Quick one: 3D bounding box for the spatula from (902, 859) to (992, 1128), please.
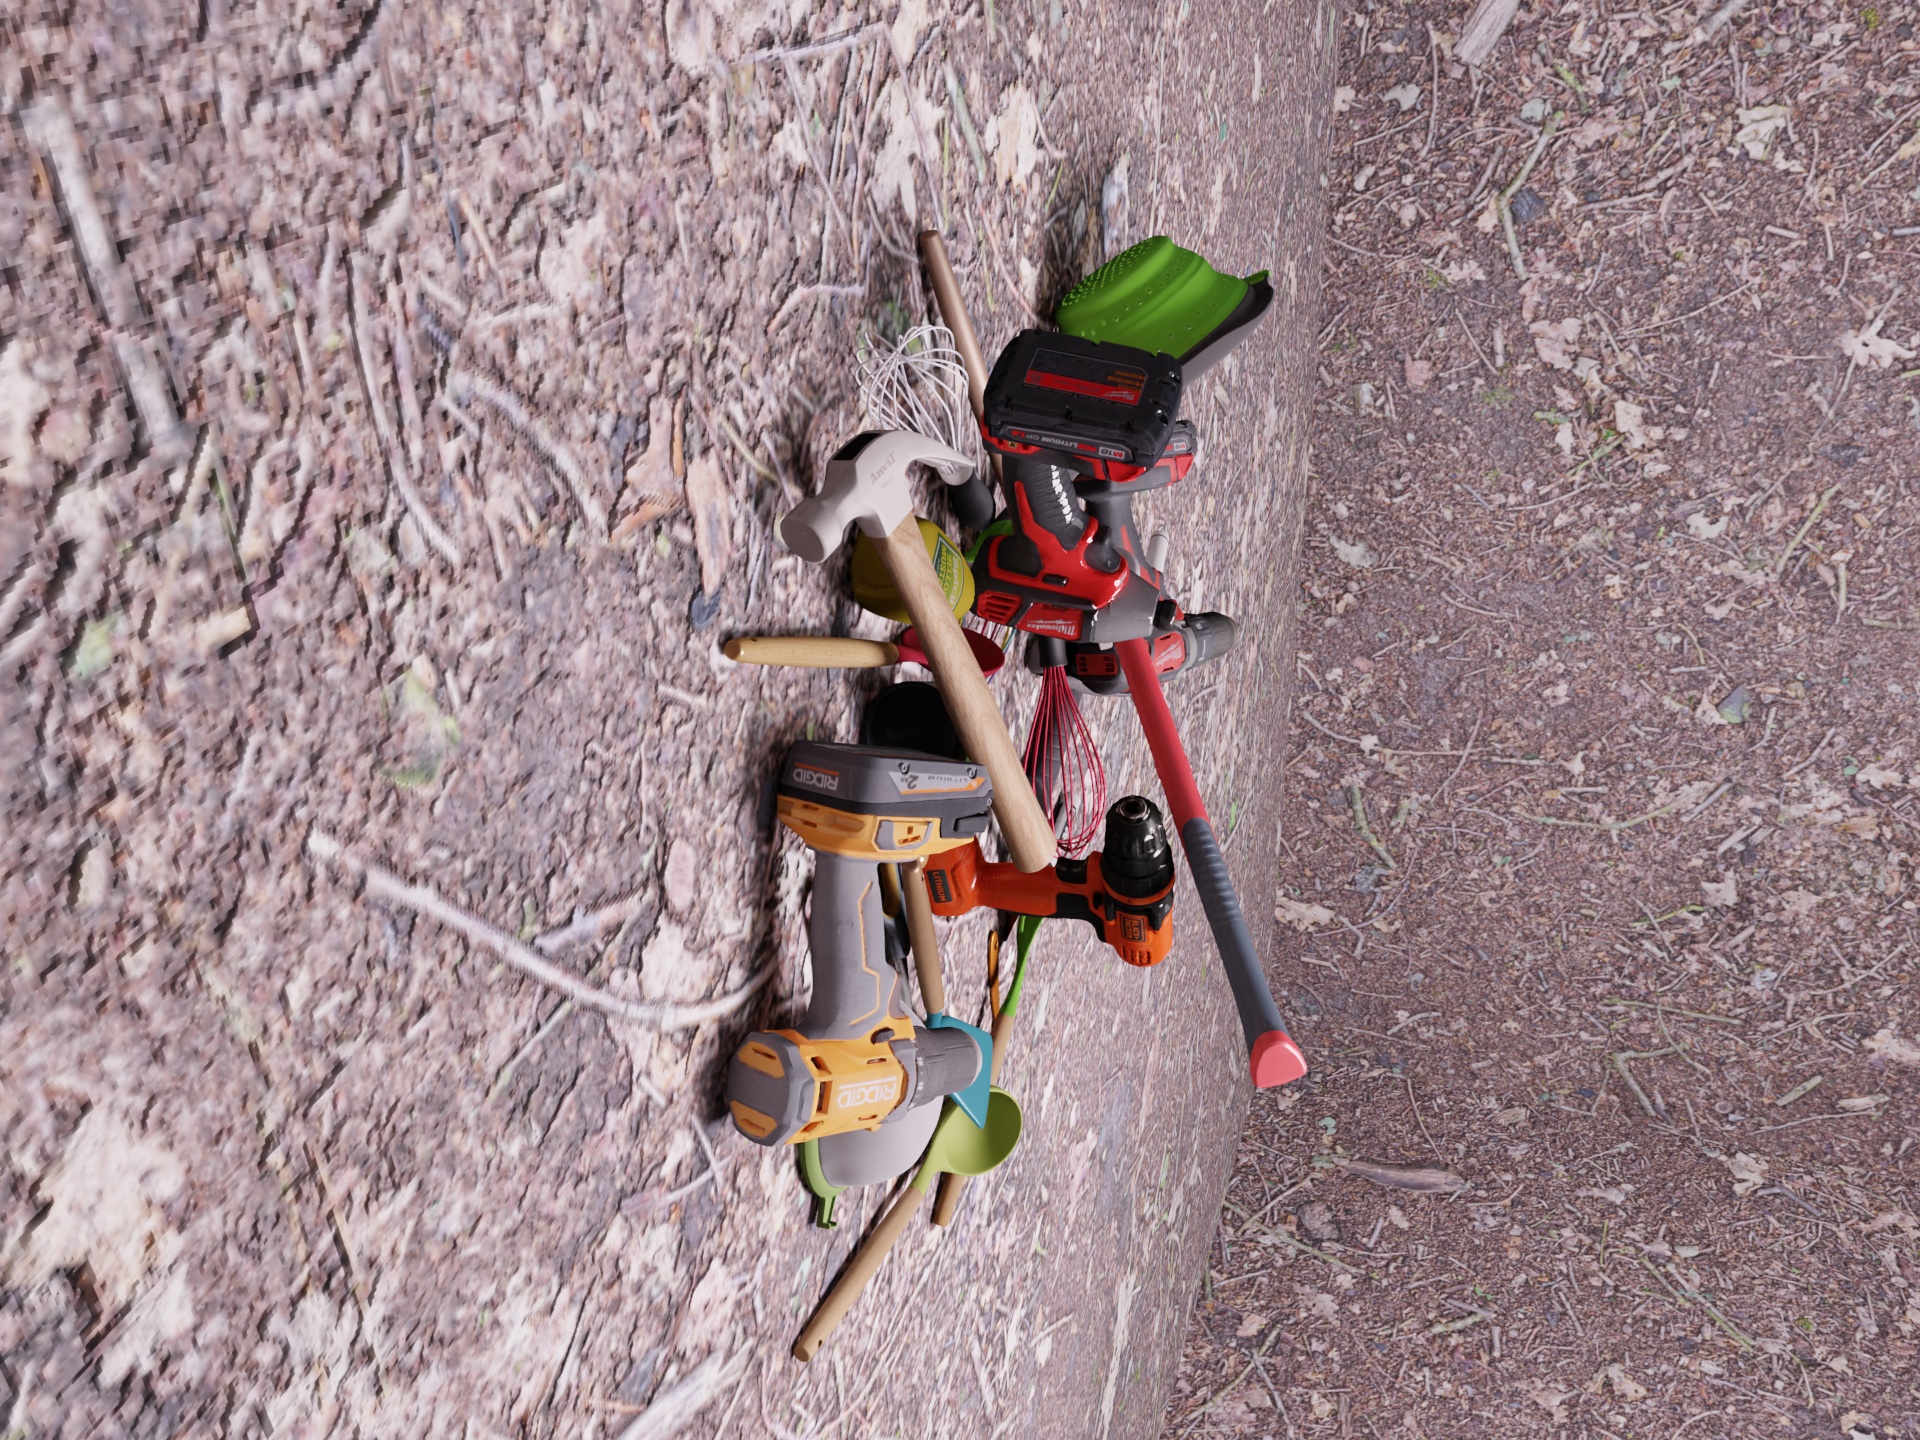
[{"bbox_3d":[-0.010,0.193,1.158,0.317,0.044,0.082,83,12,-51],"label":"spatula"}]

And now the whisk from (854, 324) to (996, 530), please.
[{"bbox_3d":[-0.009,-0.175,1.023,0.284,0.070,0.070,49,51,-73],"label":"whisk"}]

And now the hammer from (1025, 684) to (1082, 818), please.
[{"bbox_3d":[0.110,-0.051,1.477,0.146,0.035,0.335,72,31,-52],"label":"hammer"}]

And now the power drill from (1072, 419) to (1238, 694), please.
[{"bbox_3d":[0.168,-0.143,1.386,0.188,0.080,0.226,-15,101,-43],"label":"power drill"}]

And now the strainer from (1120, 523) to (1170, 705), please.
[{"bbox_3d":[0.175,-0.110,1.526,0.087,0.050,0.259,-40,-158,41],"label":"strainer"}]

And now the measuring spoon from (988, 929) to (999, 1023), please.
[{"bbox_3d":[0.034,0.232,1.403,0.021,0.011,0.116,-58,150,-52],"label":"measuring spoon"}]

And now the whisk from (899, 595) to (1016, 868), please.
[{"bbox_3d":[0.000,-0.003,1.122,0.047,0.051,0.245,75,27,-56],"label":"whisk"}]

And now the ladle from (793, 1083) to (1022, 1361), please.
[{"bbox_3d":[-0.034,0.371,1.187,0.320,0.062,0.078,-39,130,-61],"label":"ladle"}]

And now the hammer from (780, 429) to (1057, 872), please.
[{"bbox_3d":[-0.002,-0.031,0.963,0.130,0.031,0.331,-53,136,-32],"label":"hammer"}]

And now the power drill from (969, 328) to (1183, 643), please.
[{"bbox_3d":[0.079,-0.135,1.031,0.219,0.143,0.079,91,16,-52],"label":"power drill"}]

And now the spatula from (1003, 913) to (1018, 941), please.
[{"bbox_3d":[0.029,0.078,1.307,0.322,0.041,0.081,67,36,-51],"label":"spatula"}]

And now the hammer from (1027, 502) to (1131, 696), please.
[{"bbox_3d":[0.131,-0.189,1.427,0.127,0.034,0.337,18,75,-43],"label":"hammer"}]

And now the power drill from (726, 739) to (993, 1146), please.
[{"bbox_3d":[-0.042,0.131,0.943,0.185,0.084,0.226,6,93,-49],"label":"power drill"}]

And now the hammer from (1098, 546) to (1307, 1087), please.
[{"bbox_3d":[0.163,0.072,1.135,0.143,0.038,0.387,70,3,-68],"label":"hammer"}]

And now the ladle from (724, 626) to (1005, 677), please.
[{"bbox_3d":[-0.054,-0.041,0.961,0.315,0.069,0.031,-4,119,-66],"label":"ladle"}]

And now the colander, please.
[{"bbox_3d":[0.100,-0.273,1.250,0.094,0.204,0.397,52,56,-19],"label":"colander"}]

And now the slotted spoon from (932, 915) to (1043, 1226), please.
[{"bbox_3d":[0.031,0.278,1.367,0.070,0.031,0.314,108,1,-73],"label":"slotted spoon"}]

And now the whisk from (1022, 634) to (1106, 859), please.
[{"bbox_3d":[0.079,-0.027,1.322,0.073,0.073,0.296,-26,112,-69],"label":"whisk"}]

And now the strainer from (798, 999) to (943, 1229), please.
[{"bbox_3d":[-0.051,0.206,1.034,0.152,0.069,0.256,-60,154,-49],"label":"strainer"}]

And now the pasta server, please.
[{"bbox_3d":[0.033,-0.190,1.090,0.060,0.040,0.315,-103,173,-53],"label":"pasta server"}]
